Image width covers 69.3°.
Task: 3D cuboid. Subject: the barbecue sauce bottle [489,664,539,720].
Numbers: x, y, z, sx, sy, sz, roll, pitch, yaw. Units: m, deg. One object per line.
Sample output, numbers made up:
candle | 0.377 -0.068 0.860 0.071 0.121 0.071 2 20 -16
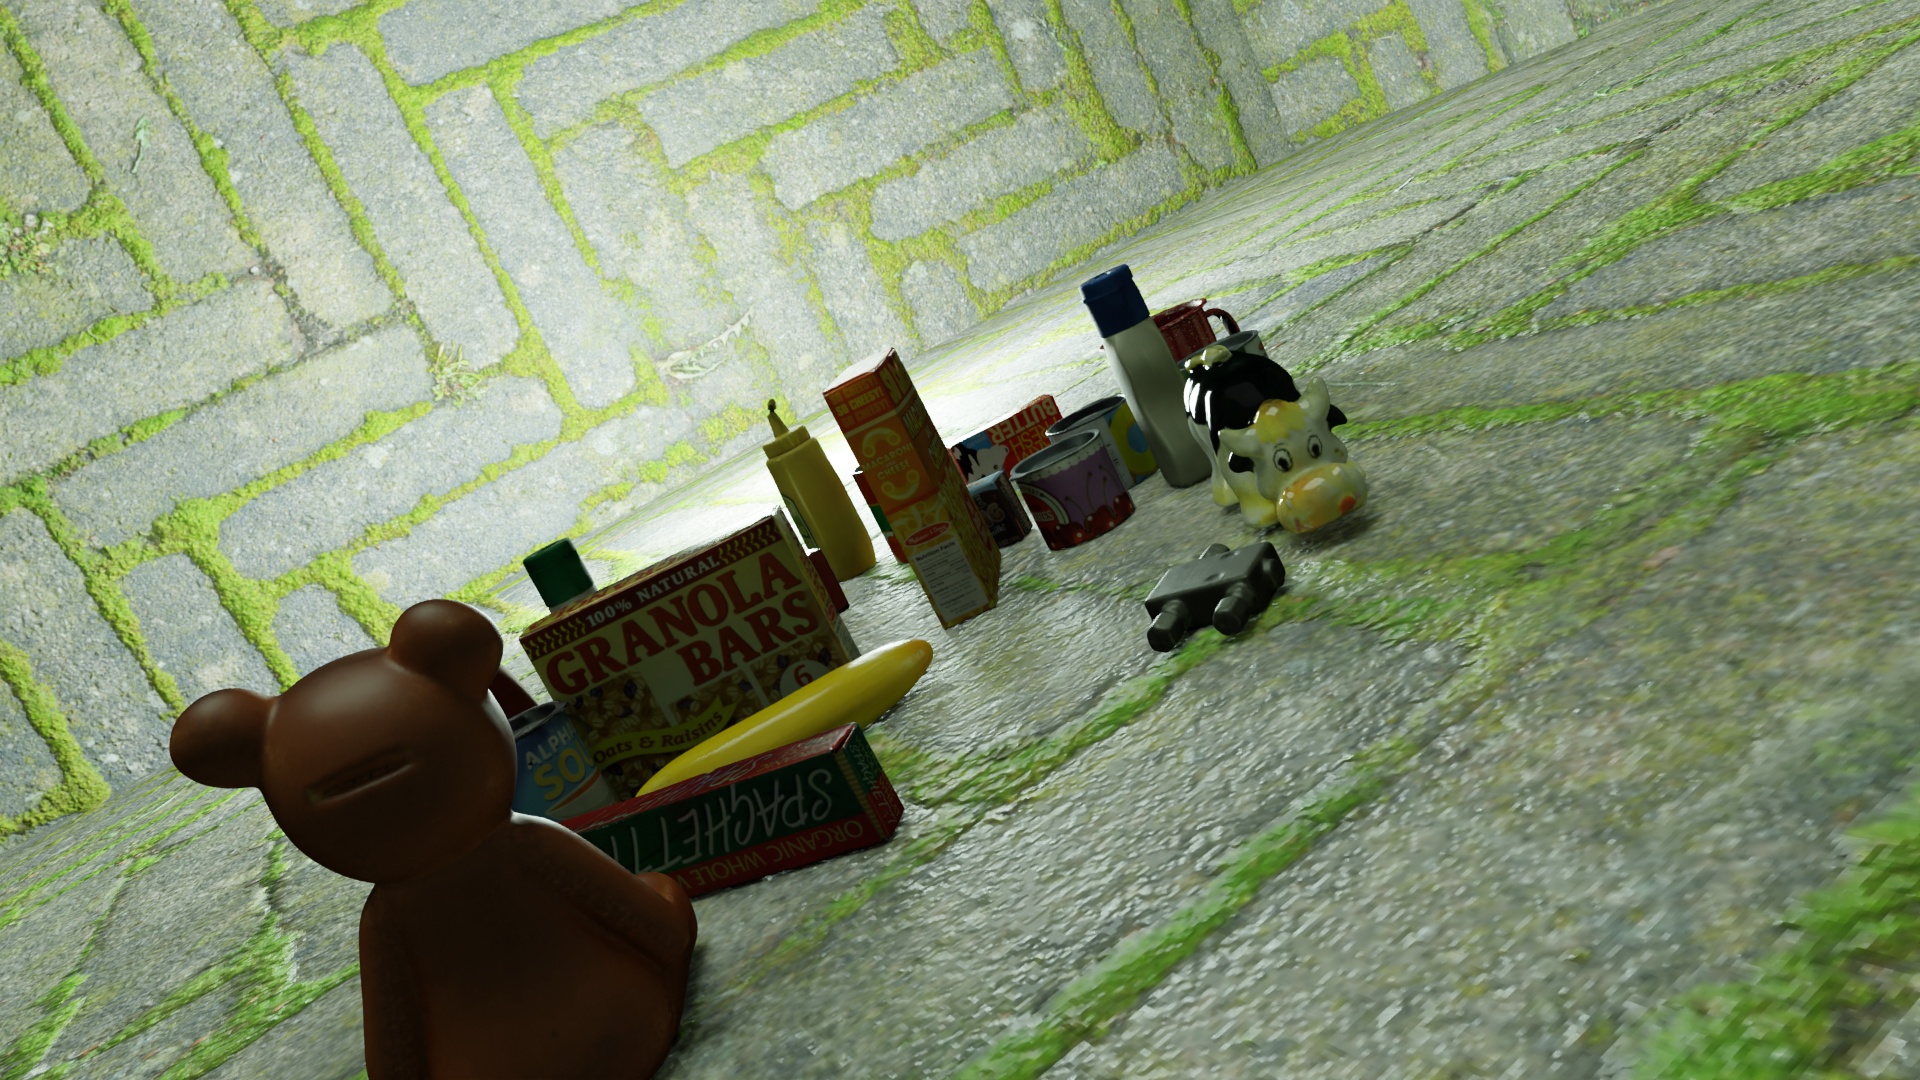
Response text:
barbecue sauce bottle | -0.316 0.112 0.922 0.065 0.148 0.043 -36 15 -38

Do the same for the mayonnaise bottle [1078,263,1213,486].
mayonnaise bottle | 0.126 -0.110 0.924 0.041 0.148 0.065 -27 12 2

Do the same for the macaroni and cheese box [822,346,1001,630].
macaroni and cheese box | -0.027 -0.039 0.904 0.040 0.166 0.124 -25 12 9

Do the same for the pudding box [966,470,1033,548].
pudding box | 0.004 -0.013 1.011 0.083 0.049 0.030 -21 13 24

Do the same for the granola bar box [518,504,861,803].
granola bar box | -0.153 0.070 0.811 0.165 0.124 0.039 -26 11 3

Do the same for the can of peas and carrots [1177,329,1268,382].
can of peas and carrots | 0.193 -0.111 1.002 0.071 0.058 0.071 -26 12 6

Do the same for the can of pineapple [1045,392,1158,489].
can of pineapple | 0.105 -0.068 1.010 0.071 0.057 0.071 -26 12 6

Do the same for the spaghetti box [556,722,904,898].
spaghetti box | -0.142 0.145 0.652 0.249 0.050 0.029 -21 13 24

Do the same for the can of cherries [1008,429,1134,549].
can of cherries | 0.073 -0.033 0.927 0.071 0.058 0.071 -26 12 6

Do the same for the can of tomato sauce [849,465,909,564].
can of tomato sauce | -0.040 -0.033 1.107 0.071 0.083 0.071 -26 12 6

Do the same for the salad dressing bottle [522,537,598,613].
salad dressing bottle | -0.255 0.070 0.975 0.044 0.147 0.064 -22 13 24

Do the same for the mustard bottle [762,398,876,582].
mustard bottle | -0.124 -0.043 1.145 0.049 0.160 0.065 -30 12 -16

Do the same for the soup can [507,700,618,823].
soup can | -0.231 0.141 0.777 0.071 0.083 0.071 -26 12 6

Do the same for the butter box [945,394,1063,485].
butter box | 0.044 -0.082 1.213 0.104 0.053 0.024 -29 12 -9
